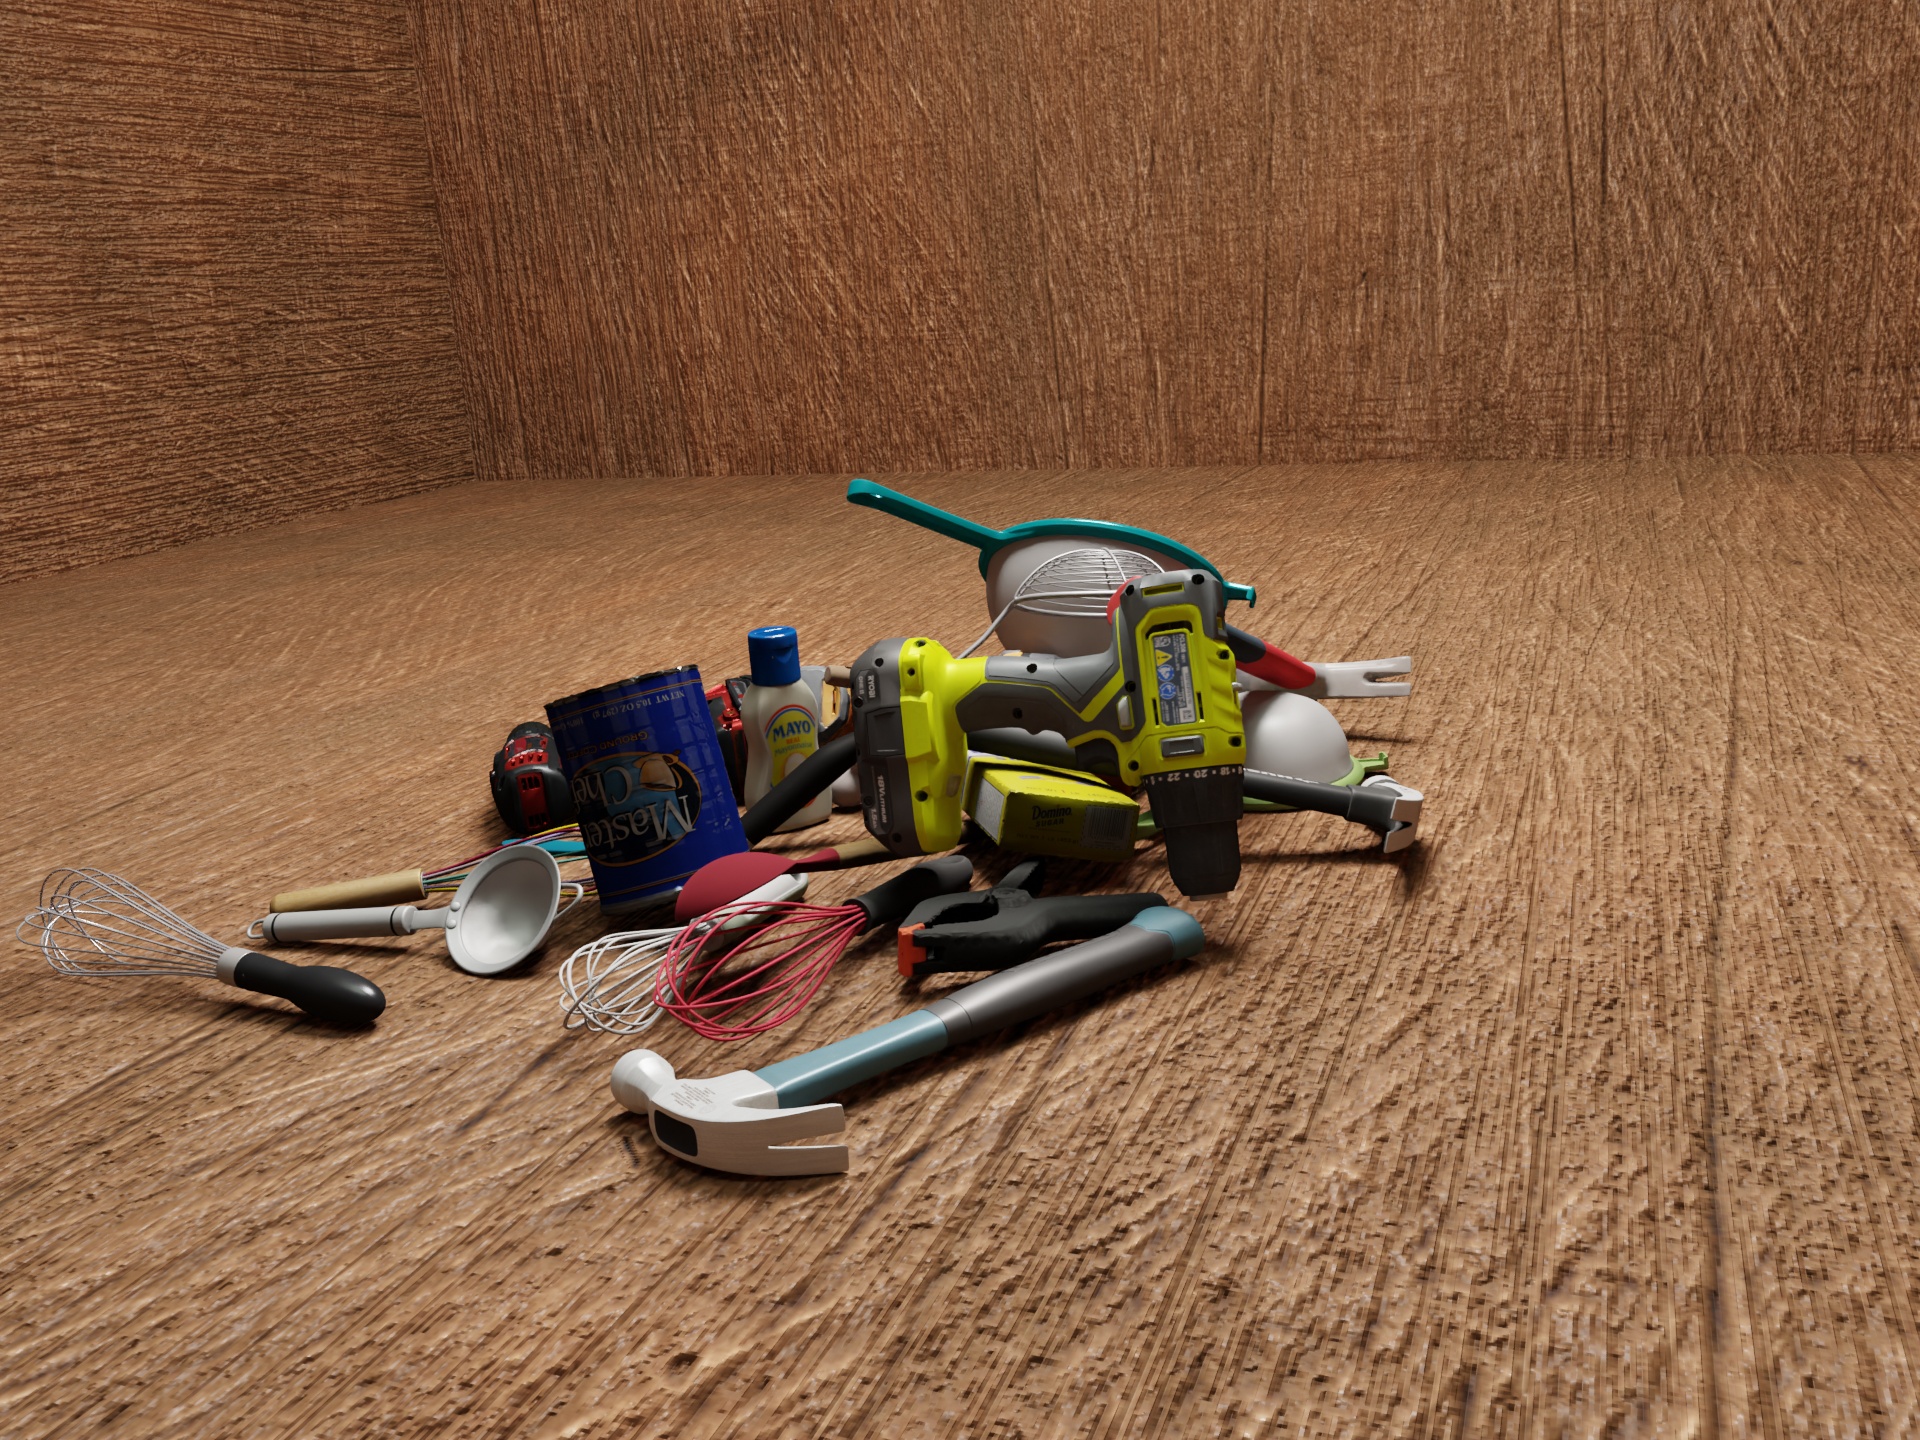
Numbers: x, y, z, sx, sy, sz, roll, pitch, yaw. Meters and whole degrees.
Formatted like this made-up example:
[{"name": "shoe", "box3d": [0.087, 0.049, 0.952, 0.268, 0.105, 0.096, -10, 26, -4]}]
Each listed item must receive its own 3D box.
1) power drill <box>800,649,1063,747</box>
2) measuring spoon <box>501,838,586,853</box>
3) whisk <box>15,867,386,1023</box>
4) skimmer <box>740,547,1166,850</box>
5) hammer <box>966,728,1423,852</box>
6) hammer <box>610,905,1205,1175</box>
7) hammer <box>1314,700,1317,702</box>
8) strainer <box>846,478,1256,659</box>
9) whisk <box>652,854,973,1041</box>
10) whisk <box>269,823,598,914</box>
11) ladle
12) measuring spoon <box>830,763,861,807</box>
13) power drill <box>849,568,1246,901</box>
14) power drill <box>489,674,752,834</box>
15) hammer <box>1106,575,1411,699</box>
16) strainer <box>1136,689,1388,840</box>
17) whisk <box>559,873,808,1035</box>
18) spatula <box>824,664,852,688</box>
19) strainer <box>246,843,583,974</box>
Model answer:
[{"name": "power drill", "box3d": [-0.022, -0.005, 1.284, 0.226, 0.084, 0.185, -1, -7, 10]}, {"name": "measuring spoon", "box3d": [-0.278, 0.085, 1.165, 0.128, 0.021, 0.042, 1, 16, 13]}, {"name": "whisk", "box3d": [-0.457, 0.143, 0.956, 0.285, 0.070, 0.070, 9, 20, 23]}, {"name": "skimmer", "box3d": [-0.002, -0.004, 1.138, 0.363, 0.090, 0.127, -39, -3, -1]}, {"name": "hammer", "box3d": [0.140, 0.033, 1.058, 0.335, 0.035, 0.146, 11, 6, 5]}, {"name": "hammer", "box3d": [-0.005, 0.156, 0.829, 0.331, 0.033, 0.128, -15, 18, -34]}, {"name": "hammer", "box3d": [0.128, -0.017, 1.404, 0.359, 0.036, 0.149, -4, 16, -2]}, {"name": "strainer", "box3d": [0.055, -0.097, 1.293, 0.340, 0.095, 0.211, 19, -20, -23]}, {"name": "whisk", "box3d": [-0.073, 0.121, 0.935, 0.073, 0.073, 0.296, 5, 12, 30]}, {"name": "whisk", "box3d": [-0.339, 0.109, 1.071, 0.245, 0.047, 0.051, -10, 4, -5]}, {"name": "ladle", "box3d": [-0.065, 0.086, 1.012, 0.069, 0.031, 0.315, -19, -7, 34]}, {"name": "measuring spoon", "box3d": [-0.065, 0.022, 1.190, 0.034, 0.124, 0.018, 7, 39, -32]}, {"name": "power drill", "box3d": [0.058, 0.020, 0.956, 0.228, 0.190, 0.080, -7, -5, 17]}, {"name": "power drill", "box3d": [-0.265, 0.025, 1.290, 0.226, 0.080, 0.188, -11, 16, -13]}, {"name": "hammer", "box3d": [0.214, -0.052, 1.144, 0.143, 0.038, 0.386, -1, -7, 28]}, {"name": "strainer", "box3d": [0.194, 0.026, 1.172, 0.151, 0.069, 0.256, 10, 19, 41]}, {"name": "whisk", "box3d": [-0.155, 0.128, 0.945, 0.058, 0.059, 0.246, 43, 25, 9]}, {"name": "spatula", "box3d": [0.056, -0.013, 1.089, 0.315, 0.018, 0.060, 7, 18, -25]}, {"name": "strainer", "box3d": [-0.343, 0.126, 1.007, 0.258, 0.050, 0.087, -5, 58, 16]}]
